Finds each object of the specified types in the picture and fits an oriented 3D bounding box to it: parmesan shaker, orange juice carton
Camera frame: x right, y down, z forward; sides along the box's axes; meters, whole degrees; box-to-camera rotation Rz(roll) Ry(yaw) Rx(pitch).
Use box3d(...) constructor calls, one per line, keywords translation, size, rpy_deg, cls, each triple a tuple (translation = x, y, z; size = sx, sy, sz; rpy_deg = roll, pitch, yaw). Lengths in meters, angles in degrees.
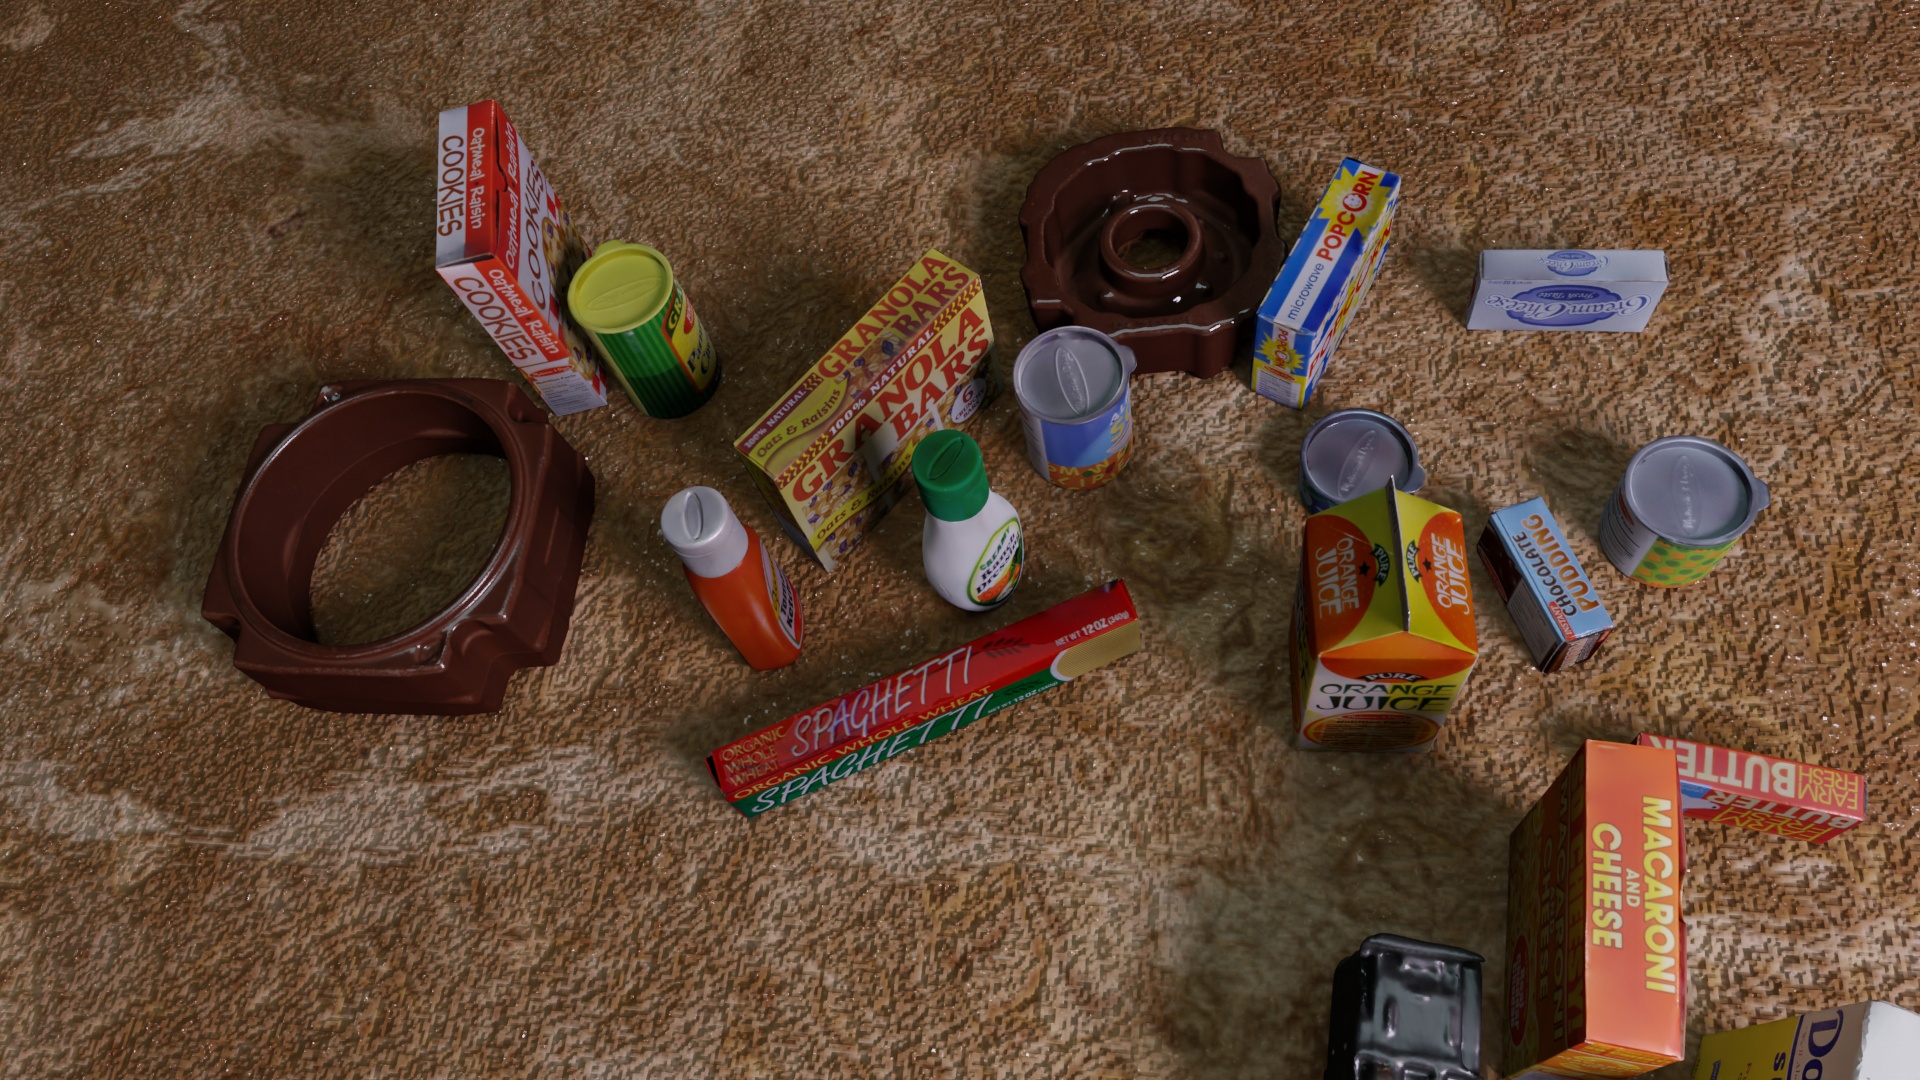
box3d(translation=(-0.199, -0.133, 0.885), size=(0.071, 0.102, 0.071), rpy_deg=(-4, 64, 8), cls="parmesan shaker")
box3d(translation=(0.204, 0.043, 0.681), size=(0.073, 0.192, 0.072), rpy_deg=(-1, 64, 9), cls="orange juice carton")

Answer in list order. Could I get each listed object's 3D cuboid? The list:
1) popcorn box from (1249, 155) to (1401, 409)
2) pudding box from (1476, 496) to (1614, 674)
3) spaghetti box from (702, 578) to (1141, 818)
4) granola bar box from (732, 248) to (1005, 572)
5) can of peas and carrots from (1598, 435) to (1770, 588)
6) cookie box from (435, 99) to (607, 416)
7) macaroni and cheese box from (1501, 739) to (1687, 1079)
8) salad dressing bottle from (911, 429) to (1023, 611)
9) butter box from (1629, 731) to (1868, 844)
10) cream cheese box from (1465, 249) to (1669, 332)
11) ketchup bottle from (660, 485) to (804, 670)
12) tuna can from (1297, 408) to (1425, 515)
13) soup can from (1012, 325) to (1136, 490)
box3d(translation=(0.218, -0.153, 0.835), size=(0.038, 0.085, 0.127), rpy_deg=(25, 71, 20), cls="popcorn box")
box3d(translation=(0.314, 0.024, 0.752), size=(0.030, 0.049, 0.084), rpy_deg=(-19, 63, 0), cls="pudding box")
box3d(translation=(-0.018, 0.089, 0.775), size=(0.250, 0.050, 0.029), rpy_deg=(-23, 63, -2), cls="spaghetti box")
box3d(translation=(-0.049, -0.075, 0.819), size=(0.039, 0.123, 0.166), rpy_deg=(37, 75, 23), cls="granola bar box")
box3d(translation=(0.390, -0.015, 0.753), size=(0.071, 0.058, 0.071), rpy_deg=(-4, 64, 8), cls="can of peas and carrots")
box3d(translation=(-0.275, -0.175, 0.882), size=(0.040, 0.166, 0.123), rpy_deg=(-12, 63, 4), cls="cookie box")
box3d(translation=(0.279, 0.173, 0.619), size=(0.040, 0.165, 0.124), rpy_deg=(6, 66, 13), cls="macaroni and cheese box")
box3d(translation=(0.003, -0.010, 0.765), size=(0.044, 0.147, 0.064), rpy_deg=(31, 73, 21), cls="salad dressing bottle")
box3d(translation=(0.383, 0.123, 0.690), size=(0.103, 0.053, 0.024), rpy_deg=(10, 67, 14), cls="butter box")
box3d(translation=(0.359, -0.149, 0.827), size=(0.104, 0.053, 0.024), rpy_deg=(2, 65, 11), cls="cream cheese box")
box3d(translation=(-0.126, 0.020, 0.772), size=(0.043, 0.148, 0.065), rpy_deg=(-14, 63, 3), cls="ketchup bottle")
box3d(translation=(0.232, -0.040, 0.807), size=(0.071, 0.032, 0.071), rpy_deg=(-4, 64, 8), cls="tuna can")
box3d(translation=(0.071, -0.077, 0.823), size=(0.071, 0.083, 0.071), rpy_deg=(-4, 64, 8), cls="soup can")
